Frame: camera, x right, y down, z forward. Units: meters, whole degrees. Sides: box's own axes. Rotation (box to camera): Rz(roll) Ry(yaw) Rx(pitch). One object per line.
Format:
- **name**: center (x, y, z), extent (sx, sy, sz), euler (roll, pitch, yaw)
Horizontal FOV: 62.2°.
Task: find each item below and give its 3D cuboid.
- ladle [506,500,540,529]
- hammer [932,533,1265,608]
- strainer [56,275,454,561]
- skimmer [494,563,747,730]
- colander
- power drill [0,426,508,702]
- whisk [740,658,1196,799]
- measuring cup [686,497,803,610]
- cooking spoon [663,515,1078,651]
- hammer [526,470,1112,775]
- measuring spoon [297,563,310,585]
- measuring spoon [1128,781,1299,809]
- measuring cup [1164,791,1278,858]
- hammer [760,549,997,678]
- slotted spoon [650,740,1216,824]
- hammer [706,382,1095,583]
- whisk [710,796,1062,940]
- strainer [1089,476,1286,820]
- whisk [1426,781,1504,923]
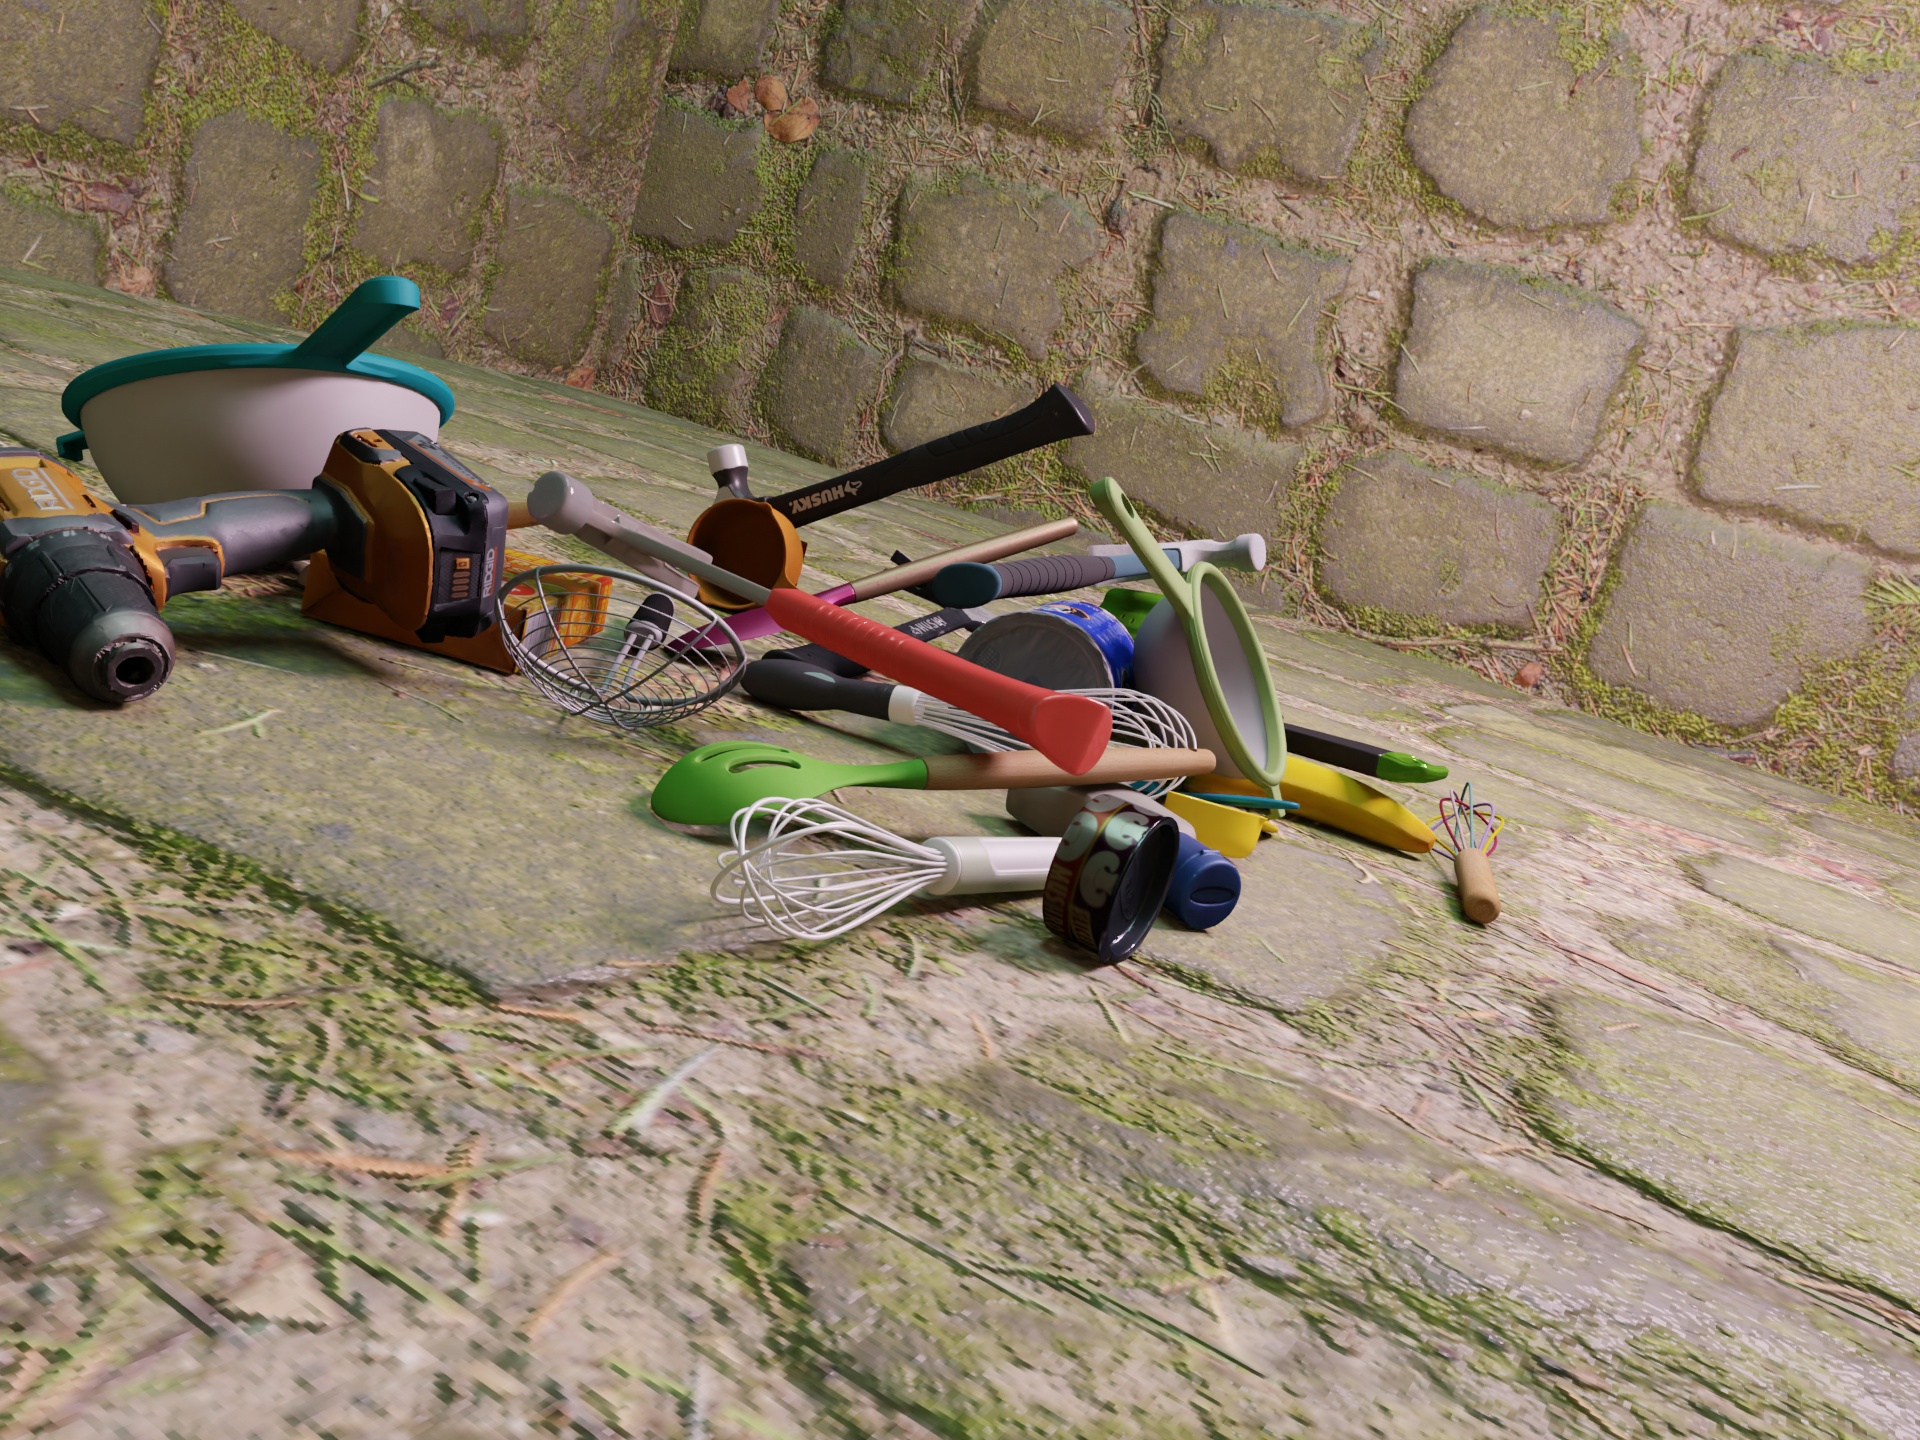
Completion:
- **ladle**: center (-0.327, -0.132, 1.043), extent (0.069, 0.031, 0.315), euler (17, -5, -35)
- **hammer**: center (0.094, -0.109, 1.149), extent (0.128, 0.033, 0.331), euler (-1, 7, 36)
- **strainer**: center (-0.363, -0.150, 0.878), extent (0.211, 0.095, 0.340), euler (-4, -4, -38)
- **skimmer**: center (-0.183, -0.067, 0.925), extent (0.127, 0.090, 0.363), euler (14, 11, -8)
- **colander**: center (0.208, -0.036, 1.202), extent (0.204, 0.094, 0.397), euler (7, 7, -36)
- **power drill**: center (-0.327, -0.073, 0.736), extent (0.226, 0.084, 0.185), euler (-11, 34, -41)
- **whisk**: center (-0.001, -0.004, 0.940), extent (0.285, 0.070, 0.070), euler (11, 9, 17)
- **measuring cup**: center (-0.137, -0.106, 1.262), extent (0.174, 0.095, 0.052), euler (37, 10, 11)
- **cooking spoon**: center (-0.054, -0.095, 1.099), extent (0.319, 0.017, 0.069), euler (-19, 15, -24)
- **hammer**: center (-0.070, -0.050, 0.851), extent (0.359, 0.037, 0.149), euler (24, -2, 33)
- **measuring spoon**: center (-0.377, -0.096, 0.982), extent (0.034, 0.018, 0.124), euler (14, 10, -10)
- **measuring spoon**: center (0.143, 0.038, 0.969), extent (0.129, 0.021, 0.042), euler (5, -9, 24)
- **measuring cup**: center (0.163, 0.068, 0.951), extent (0.062, 0.029, 0.156), euler (16, -2, 26)
- **hammer**: center (-0.053, -0.063, 1.181), extent (0.149, 0.036, 0.409), euler (36, 18, 9)
- **slotted spoon**: center (0.001, 0.024, 0.776), extent (0.313, 0.031, 0.070), euler (-1, 18, -32)
- **hammer**: center (-0.049, -0.190, 1.261), extent (0.335, 0.146, 0.035), euler (-14, -2, 26)
- **whisk**: center (-0.014, 0.060, 0.665), extent (0.246, 0.059, 0.058), euler (7, 52, -57)
- **strainer**: center (0.124, -0.051, 0.988), extent (0.256, 0.069, 0.152), euler (48, 32, -39)
- **whisk**: center (0.338, 0.087, 1.043), extent (0.047, 0.051, 0.245), euler (24, 15, 9)
